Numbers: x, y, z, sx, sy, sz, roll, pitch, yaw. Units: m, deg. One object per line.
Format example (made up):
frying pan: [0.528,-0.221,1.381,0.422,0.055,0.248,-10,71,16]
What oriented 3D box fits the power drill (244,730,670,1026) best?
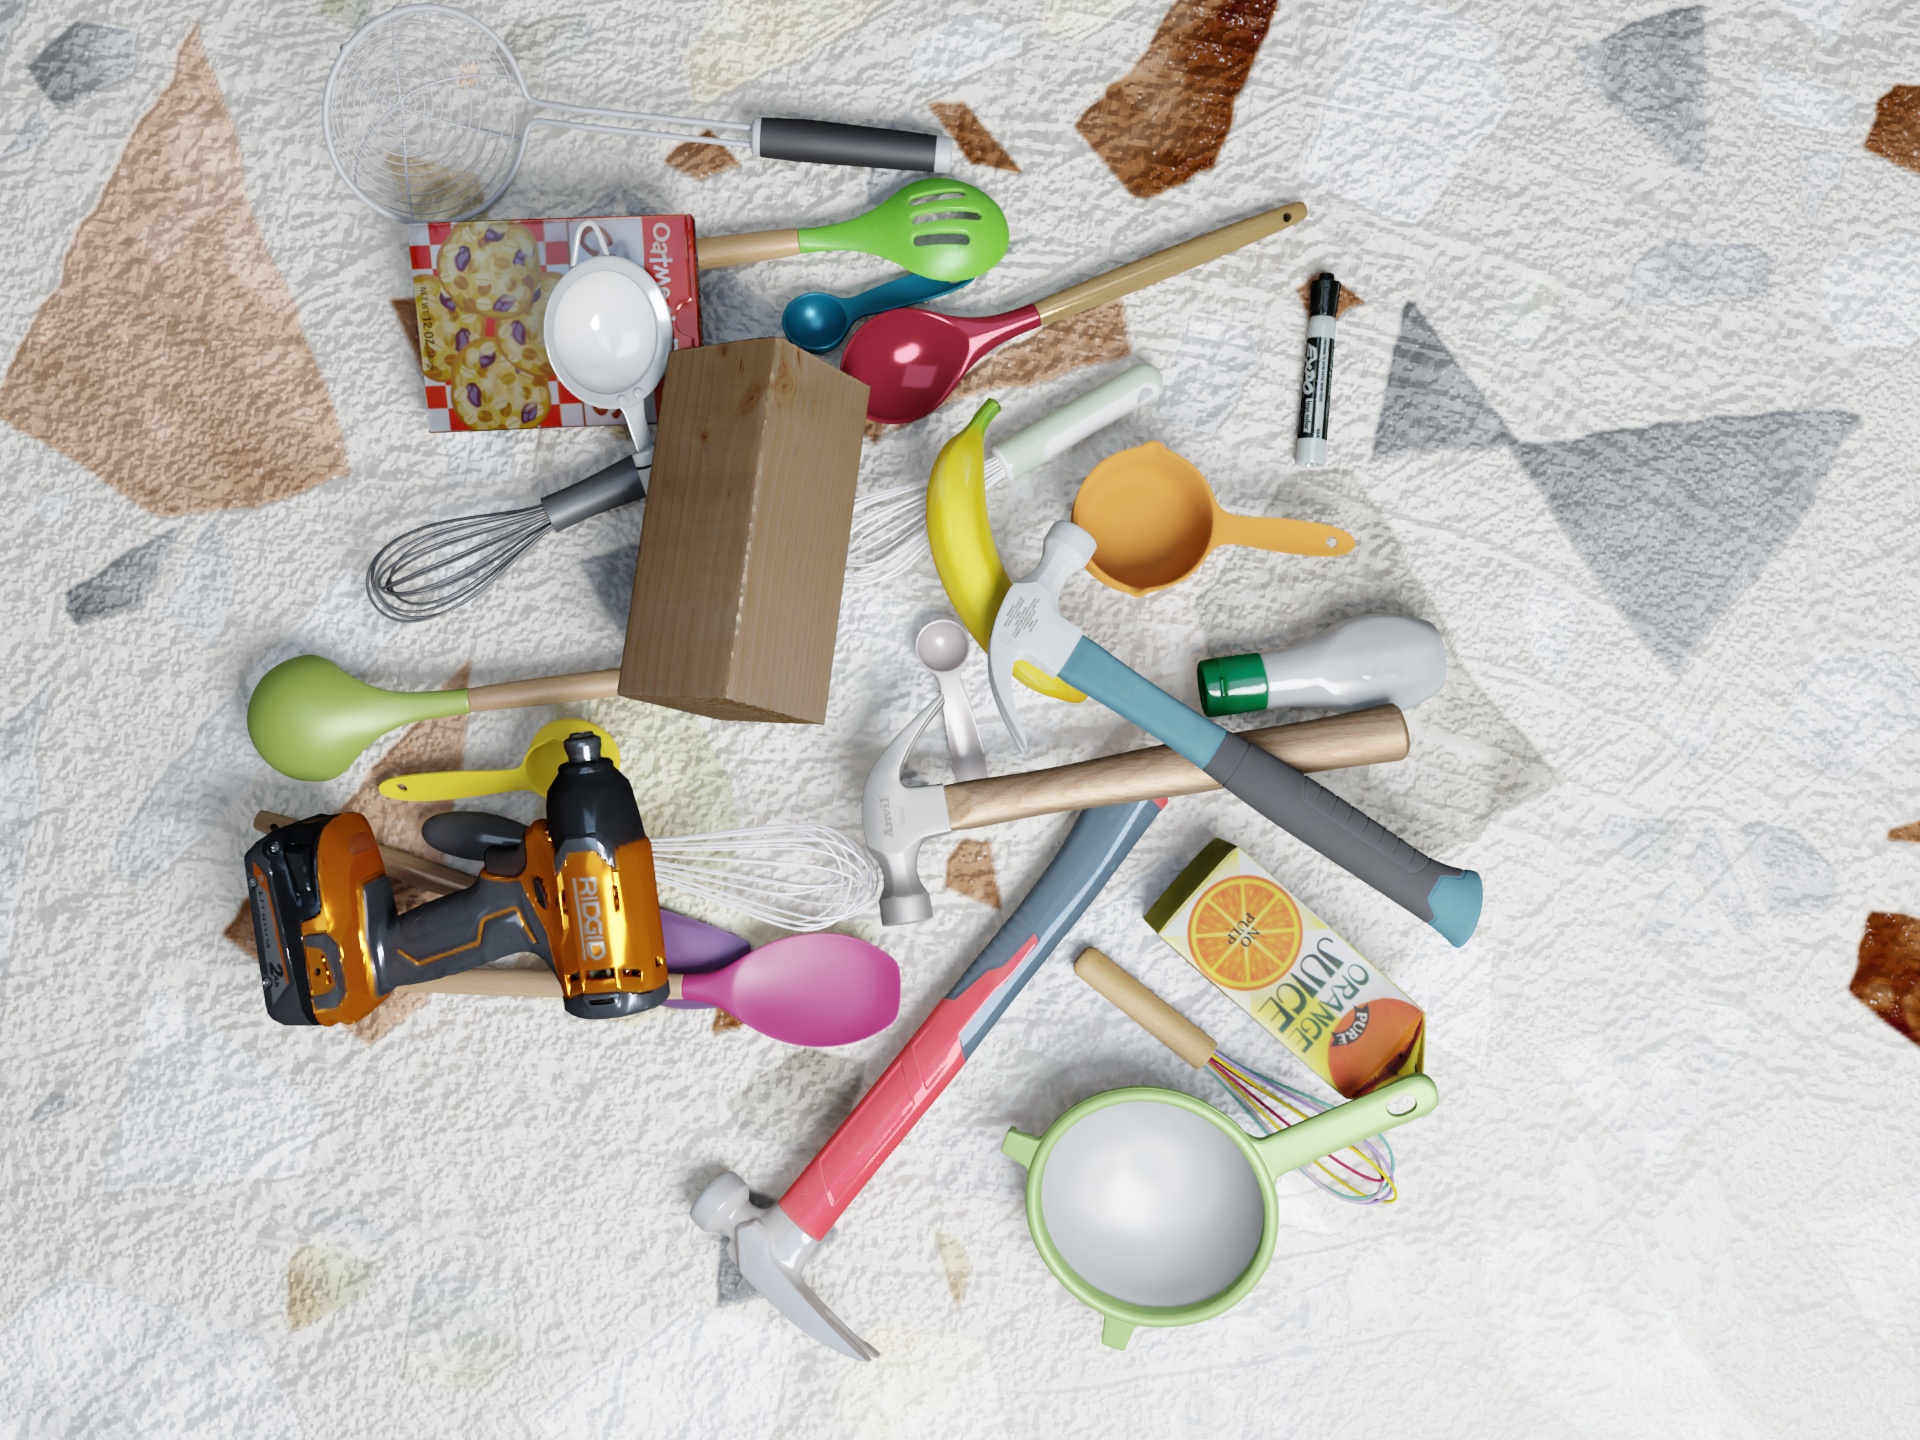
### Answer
power drill: [-0.289,0.095,0.927,0.226,0.084,0.164,-5,96,6]

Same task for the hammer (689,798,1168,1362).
hammer: [0.008,0.198,0.971,0.143,0.038,0.386,38,87,17]

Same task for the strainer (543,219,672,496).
strainer: [-0.190,-0.164,0.944,0.087,0.050,0.258,-32,116,-36]

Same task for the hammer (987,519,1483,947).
hammer: [0.160,0.024,0.924,0.331,0.033,0.128,33,81,2]

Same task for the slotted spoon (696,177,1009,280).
slotted spoon: [-0.126,-0.293,0.988,0.313,0.031,0.070,-7,79,0]

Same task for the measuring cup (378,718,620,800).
measuring cup: [-0.284,0.029,0.982,0.156,0.029,0.062,-5,131,11]

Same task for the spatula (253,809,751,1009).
spatula: [-0.285,0.113,0.987,0.316,0.018,0.060,19,96,-2]

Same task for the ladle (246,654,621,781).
ladle: [-0.274,-0.017,0.983,0.320,0.062,0.078,-7,95,-8]

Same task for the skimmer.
skimmer: [-0.186,-0.349,0.956,0.363,0.090,0.127,4,122,-4]

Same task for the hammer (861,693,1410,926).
hammer: [0.104,0.031,0.954,0.331,0.031,0.130,-10,82,-3]

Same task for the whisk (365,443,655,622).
whisk: [-0.250,-0.124,0.976,0.239,0.055,0.055,-26,91,-6]

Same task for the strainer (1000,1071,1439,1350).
strainer: [0.163,0.261,0.955,0.256,0.069,0.151,-27,92,14]

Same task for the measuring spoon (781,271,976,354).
measuring spoon: [-0.050,-0.258,0.998,0.128,0.021,0.042,-20,70,-10]

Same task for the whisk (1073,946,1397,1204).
whisk: [0.173,0.220,0.988,0.245,0.047,0.051,38,90,2]

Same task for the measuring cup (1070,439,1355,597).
measuring cup: [0.152,-0.117,0.983,0.173,0.052,0.095,6,90,-3]

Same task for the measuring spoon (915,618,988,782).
measuring spoon: [-0.002,-0.003,1.000,0.034,0.018,0.124,-13,97,-2]

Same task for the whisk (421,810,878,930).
whisk: [-0.191,0.085,0.973,0.284,0.070,0.070,7,90,3]

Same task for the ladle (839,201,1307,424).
ladle: [0.071,-0.264,0.993,0.315,0.031,0.069,-22,113,-4]

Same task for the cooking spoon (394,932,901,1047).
cooking spoon: [-0.195,0.162,0.976,0.319,0.017,0.069,1,82,4]

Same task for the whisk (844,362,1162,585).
whisk: [0.020,-0.154,0.983,0.246,0.057,0.059,-31,61,-5]
